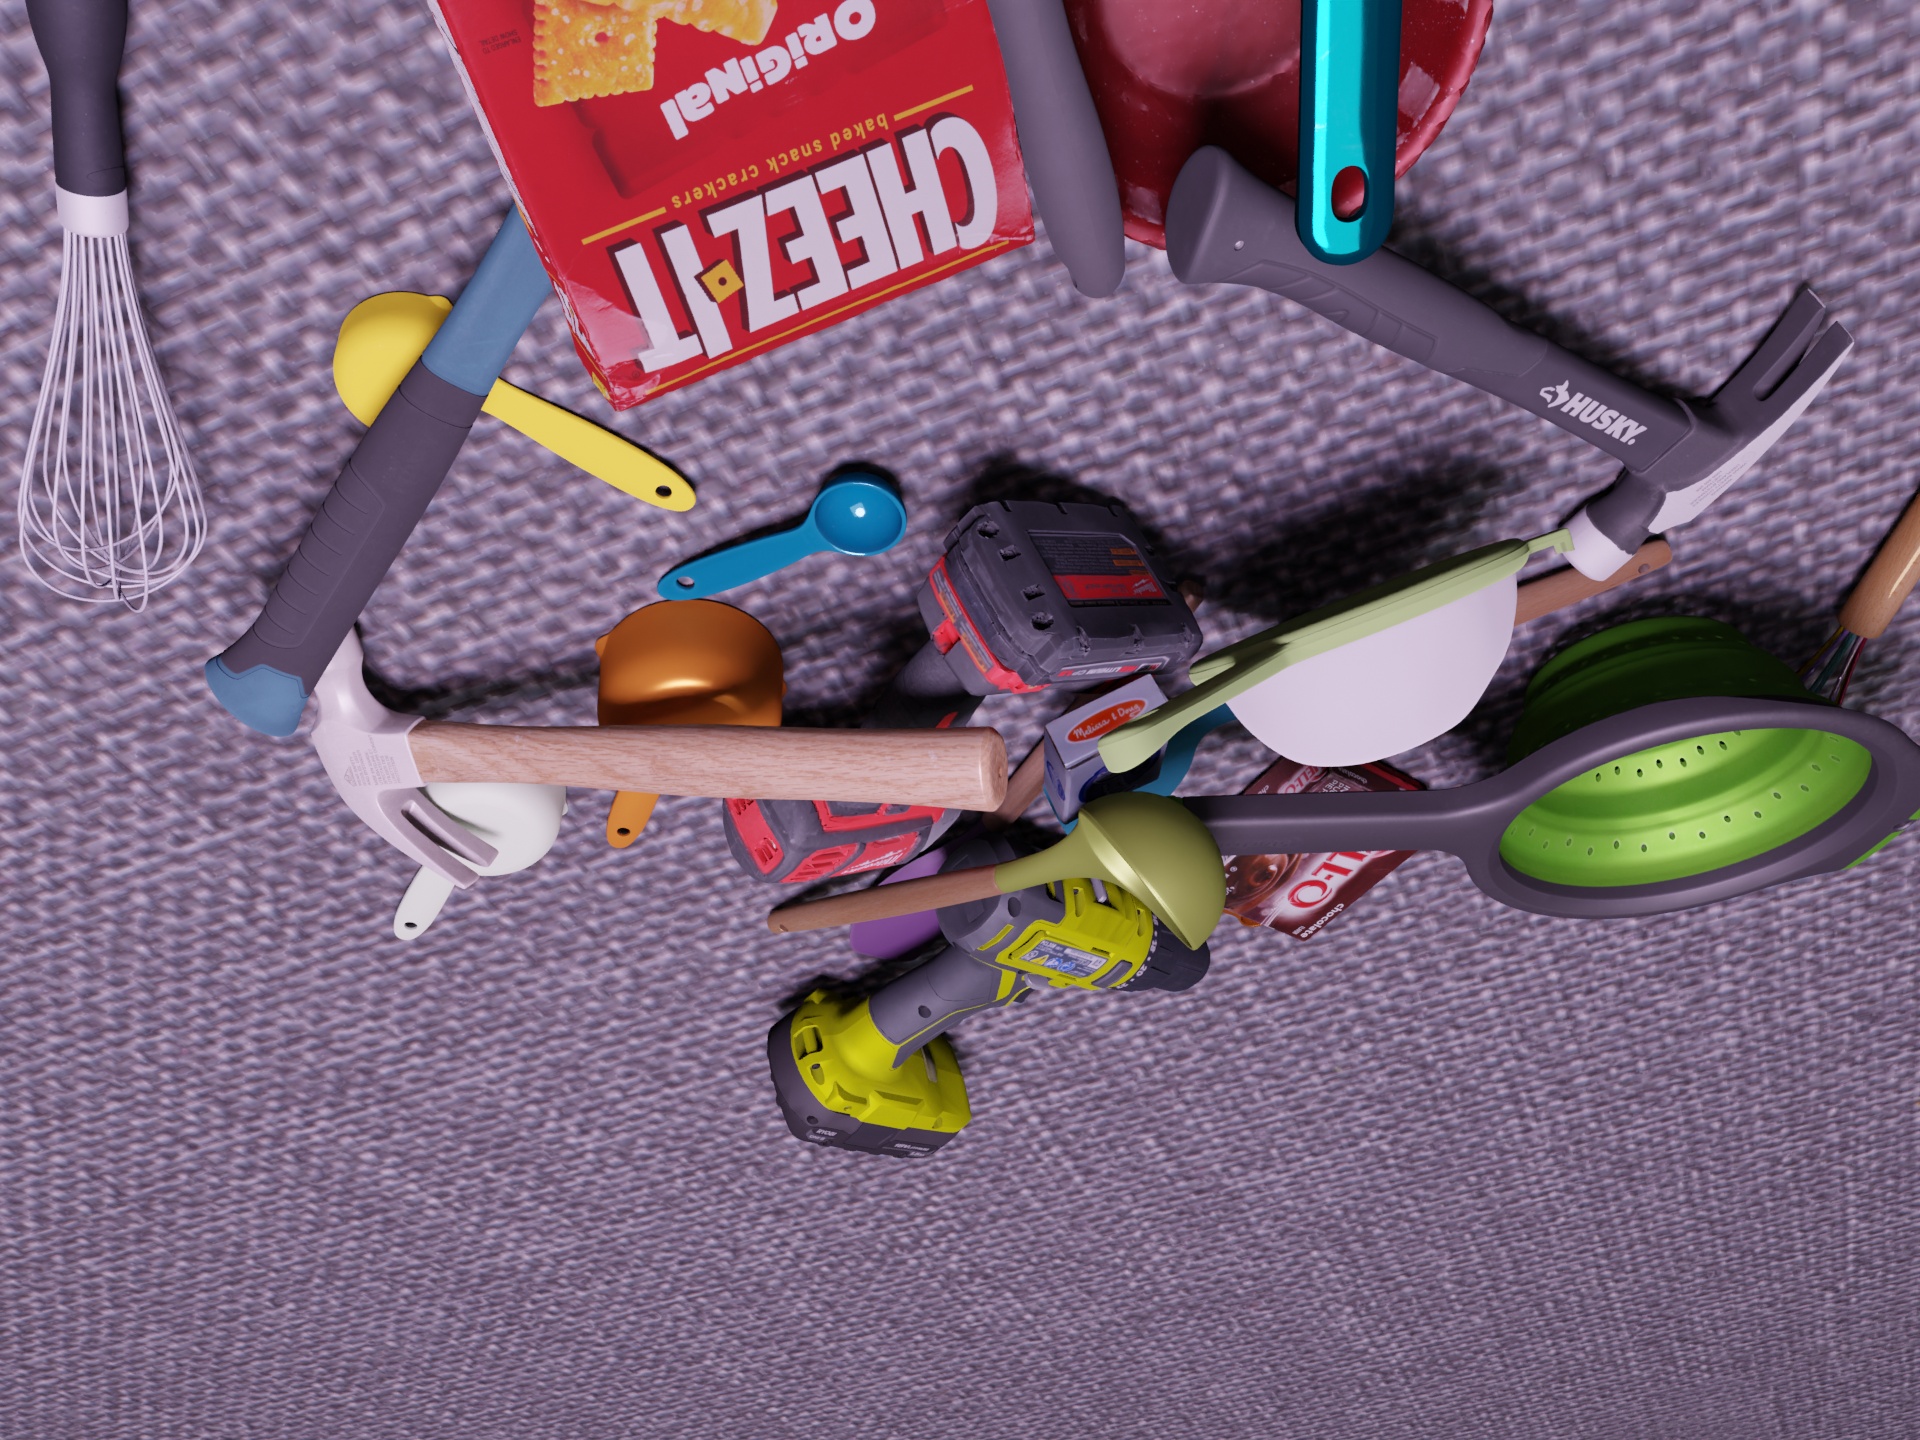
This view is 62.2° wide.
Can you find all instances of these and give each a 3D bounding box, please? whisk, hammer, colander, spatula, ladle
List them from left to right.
[{"bbox_3d":[-0.314,-0.159,0.583,0.070,0.070,0.284,8,128,-14],"label":"whisk"},{"bbox_3d":[-0.200,-0.121,0.603,0.128,0.033,0.331,24,117,-35],"label":"hammer"},{"bbox_3d":[-0.139,0.019,0.694,0.331,0.031,0.130,1,120,20],"label":"hammer"},{"bbox_3d":[-0.002,0.089,0.779,0.320,0.062,0.078,-17,119,45],"label":"ladle"},{"bbox_3d":[0.029,0.038,0.836,0.059,0.018,0.315,17,131,-28],"label":"spatula"},{"bbox_3d":[0.019,-0.223,0.477,0.055,0.055,0.238,-15,140,8],"label":"whisk"},{"bbox_3d":[0.194,-0.016,0.784,0.317,0.044,0.082,-22,134,13],"label":"spatula"},{"bbox_3d":[0.262,0.015,0.776,0.397,0.095,0.204,-1,148,-4],"label":"colander"},{"bbox_3d":[0.209,-0.146,0.615,0.334,0.035,0.146,13,135,-35],"label":"hammer"},{"bbox_3d":[0.444,-0.029,0.800,0.051,0.047,0.244,-26,143,-40],"label":"whisk"}]

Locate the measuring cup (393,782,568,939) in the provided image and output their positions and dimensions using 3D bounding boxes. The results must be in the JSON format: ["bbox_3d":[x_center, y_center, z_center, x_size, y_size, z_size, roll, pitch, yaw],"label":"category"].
[{"bbox_3d":[-0.263,0.075,0.824,0.083,0.038,0.167,22,126,-25],"label":"measuring cup"}]

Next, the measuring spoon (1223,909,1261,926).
[{"bbox_3d":[0.131,0.092,0.909,0.116,0.011,0.021,25,127,-23],"label":"measuring spoon"}]

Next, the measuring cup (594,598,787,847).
[{"bbox_3d":[-0.144,0.021,0.775,0.095,0.052,0.173,15,129,-20],"label":"measuring cup"}]

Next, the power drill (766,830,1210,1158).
[{"bbox_3d":[0.017,0.162,0.913,0.190,0.080,0.228,23,126,-40],"label":"power drill"}]

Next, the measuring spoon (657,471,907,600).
[{"bbox_3d":[-0.082,-0.082,0.712,0.128,0.021,0.042,-17,134,23],"label":"measuring spoon"}]

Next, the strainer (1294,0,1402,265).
[{"bbox_3d":[0.099,-0.303,0.426,0.211,0.095,0.340,-6,121,0],"label":"strainer"}]

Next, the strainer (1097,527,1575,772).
[{"bbox_3d":[0.146,-0.005,0.648,0.151,0.256,0.069,-21,93,45],"label":"strainer"}]

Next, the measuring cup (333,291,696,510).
[{"bbox_3d":[-0.178,-0.118,0.650,0.156,0.029,0.062,26,126,-25],"label":"measuring cup"}]

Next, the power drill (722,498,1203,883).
[{"bbox_3d":[-0.001,-0.002,0.734,0.143,0.079,0.219,-5,149,-48],"label":"power drill"}]
